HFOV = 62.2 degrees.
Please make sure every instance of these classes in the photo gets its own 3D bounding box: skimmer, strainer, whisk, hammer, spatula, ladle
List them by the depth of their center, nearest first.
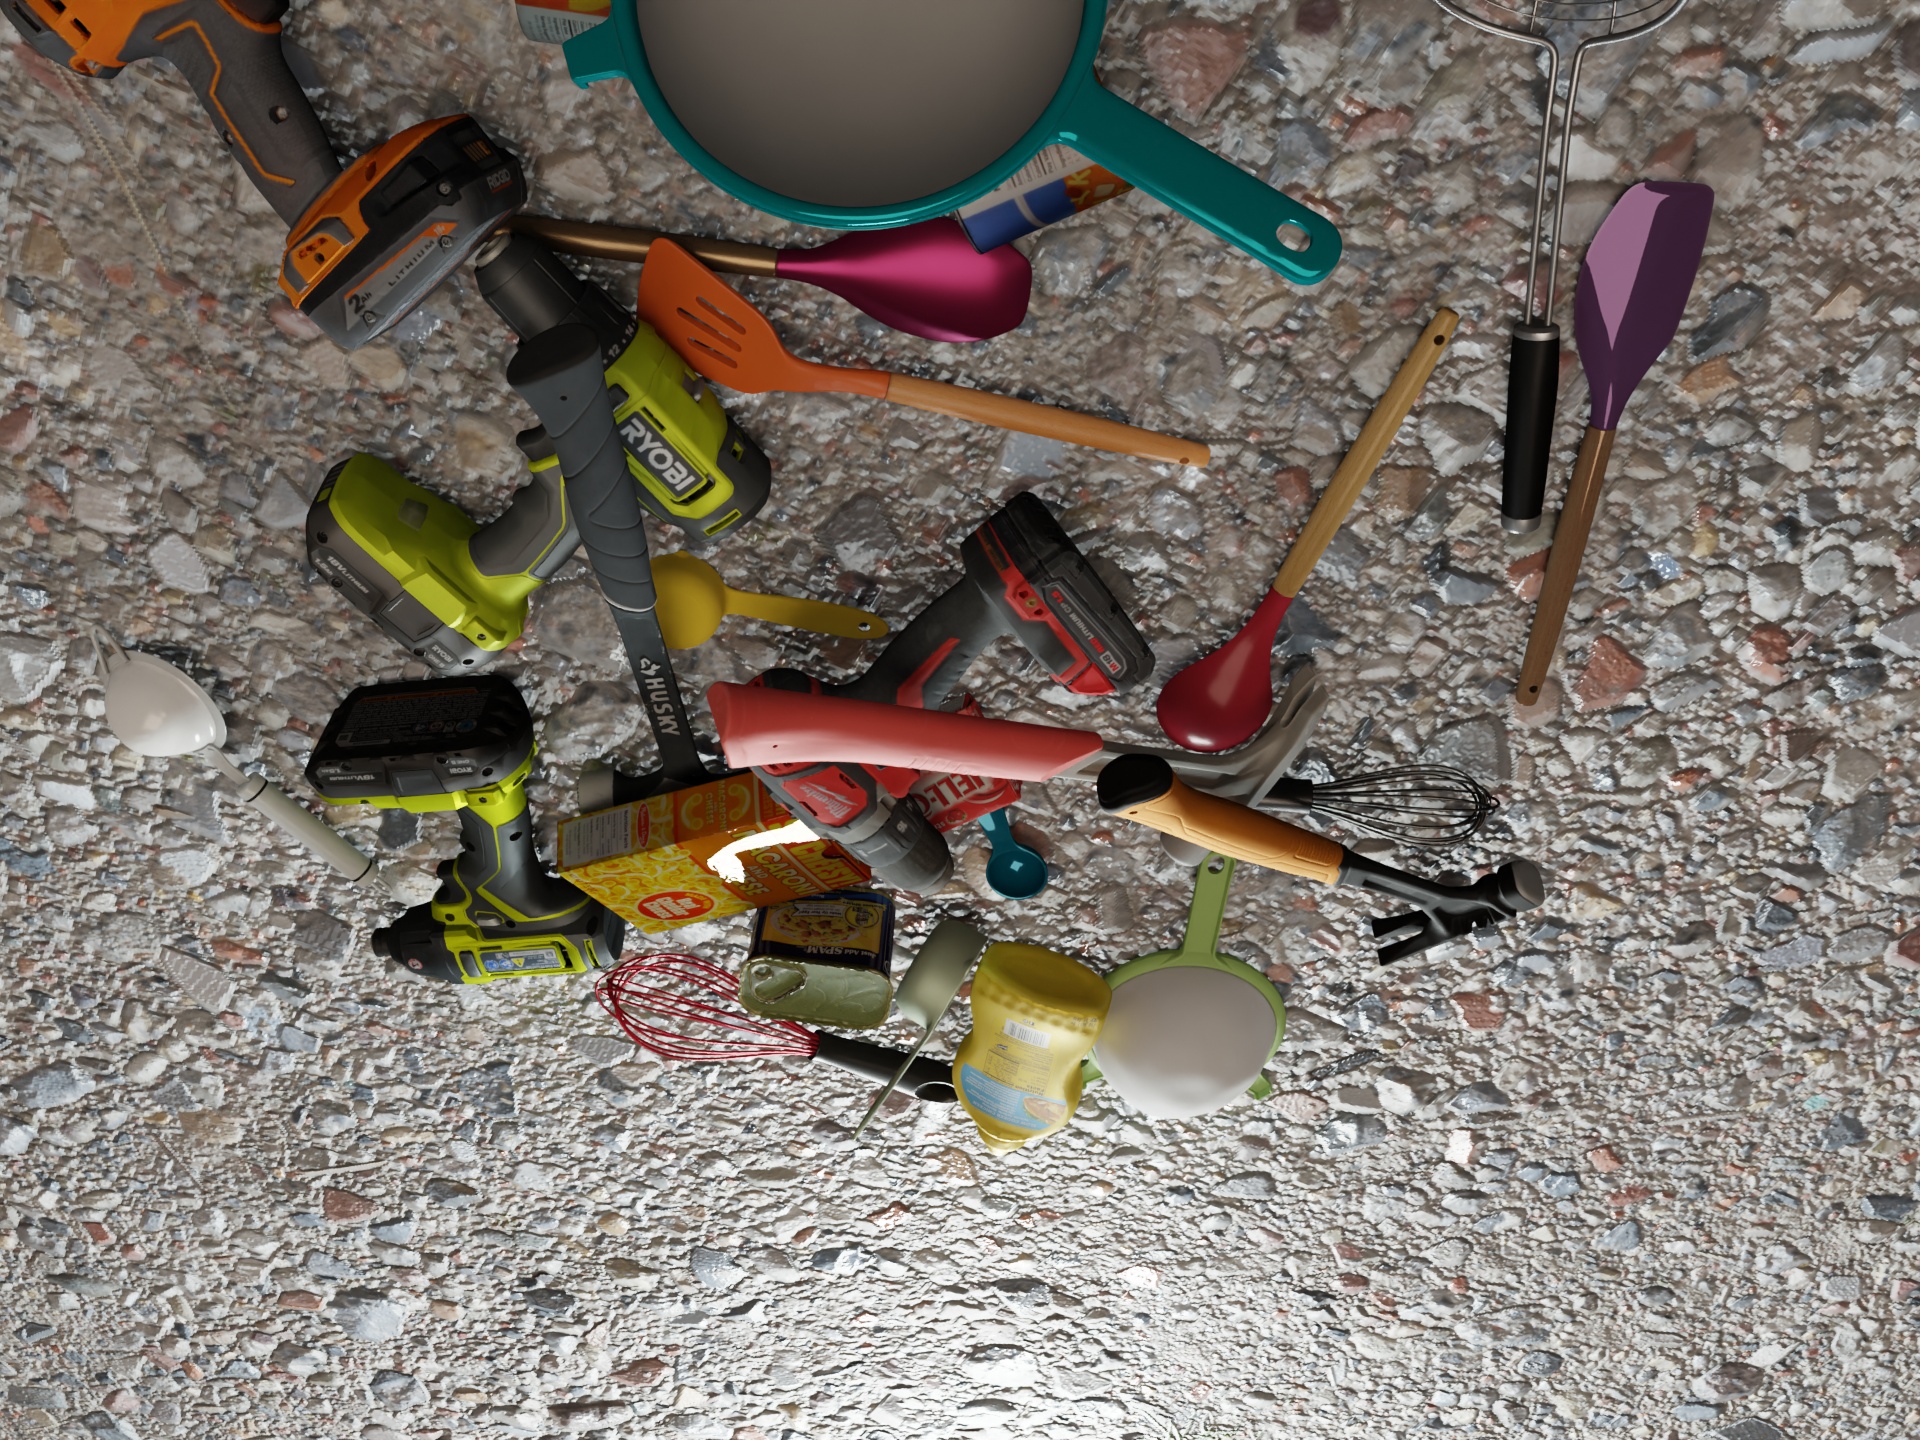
[{"bbox_3d":[0.013,-0.280,0.710,0.340,0.095,0.211,31,91,0],"label":"strainer"},{"bbox_3d":[0.277,-0.235,0.779,0.127,0.090,0.362,17,135,31],"label":"skimmer"},{"bbox_3d":[-0.016,-0.184,0.864,0.322,0.041,0.081,10,146,-13],"label":"spatula"},{"bbox_3d":[0.034,0.010,0.872,0.358,0.037,0.149,8,129,-32],"label":"hammer"},{"bbox_3d":[-0.174,-0.057,0.875,0.149,0.036,0.408,-5,147,-3],"label":"hammer"},{"bbox_3d":[0.349,-0.141,0.888,0.060,0.018,0.315,2,125,2],"label":"spatula"},{"bbox_3d":[0.201,-0.096,0.923,0.069,0.031,0.315,19,123,-11],"label":"ladle"},{"bbox_3d":[0.207,0.084,0.968,0.336,0.034,0.127,20,143,-35],"label":"hammer"},{"bbox_3d":[0.222,0.047,1.017,0.239,0.055,0.055,4,126,5],"label":"whisk"},{"bbox_3d":[-0.470,0.039,1.040,0.087,0.050,0.258,-19,128,34],"label":"strainer"},{"bbox_3d":[0.164,0.198,1.109,0.151,0.069,0.256,4,128,-1],"label":"strainer"},{"bbox_3d":[-0.124,0.231,1.156,0.295,0.073,0.073,22,124,-21],"label":"whisk"}]

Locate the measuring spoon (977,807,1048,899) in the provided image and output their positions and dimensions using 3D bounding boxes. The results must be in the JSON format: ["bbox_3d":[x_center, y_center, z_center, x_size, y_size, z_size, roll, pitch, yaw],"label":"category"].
[{"bbox_3d":[0.023,0.062,1.054,0.042,0.021,0.128,-16,115,15],"label":"measuring spoon"}]

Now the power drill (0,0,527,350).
[{"bbox_3d":[-0.316,-0.309,0.747,0.164,0.084,0.226,-34,109,24],"label":"power drill"}]

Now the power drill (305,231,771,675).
[{"bbox_3d":[-0.244,-0.140,0.871,0.228,0.080,0.190,-30,125,20],"label":"power drill"}]

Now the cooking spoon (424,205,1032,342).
[{"bbox_3d":[-0.121,-0.242,0.832,0.319,0.017,0.068,7,129,-2],"label":"cooking spoon"}]

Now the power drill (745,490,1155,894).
[{"bbox_3d":[-0.001,-0.003,0.928,0.226,0.080,0.187,-36,127,8],"label":"power drill"}]

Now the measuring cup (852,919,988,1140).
[{"bbox_3d":[-0.038,0.205,1.074,0.038,0.168,0.083,33,152,7],"label":"measuring cup"}]

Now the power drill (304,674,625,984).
[{"bbox_3d":[-0.331,0.084,1.044,0.171,0.080,0.223,-5,129,5],"label":"power drill"}]

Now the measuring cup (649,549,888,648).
[{"bbox_3d":[-0.122,-0.061,0.956,0.156,0.029,0.062,9,126,-2],"label":"measuring cup"}]
